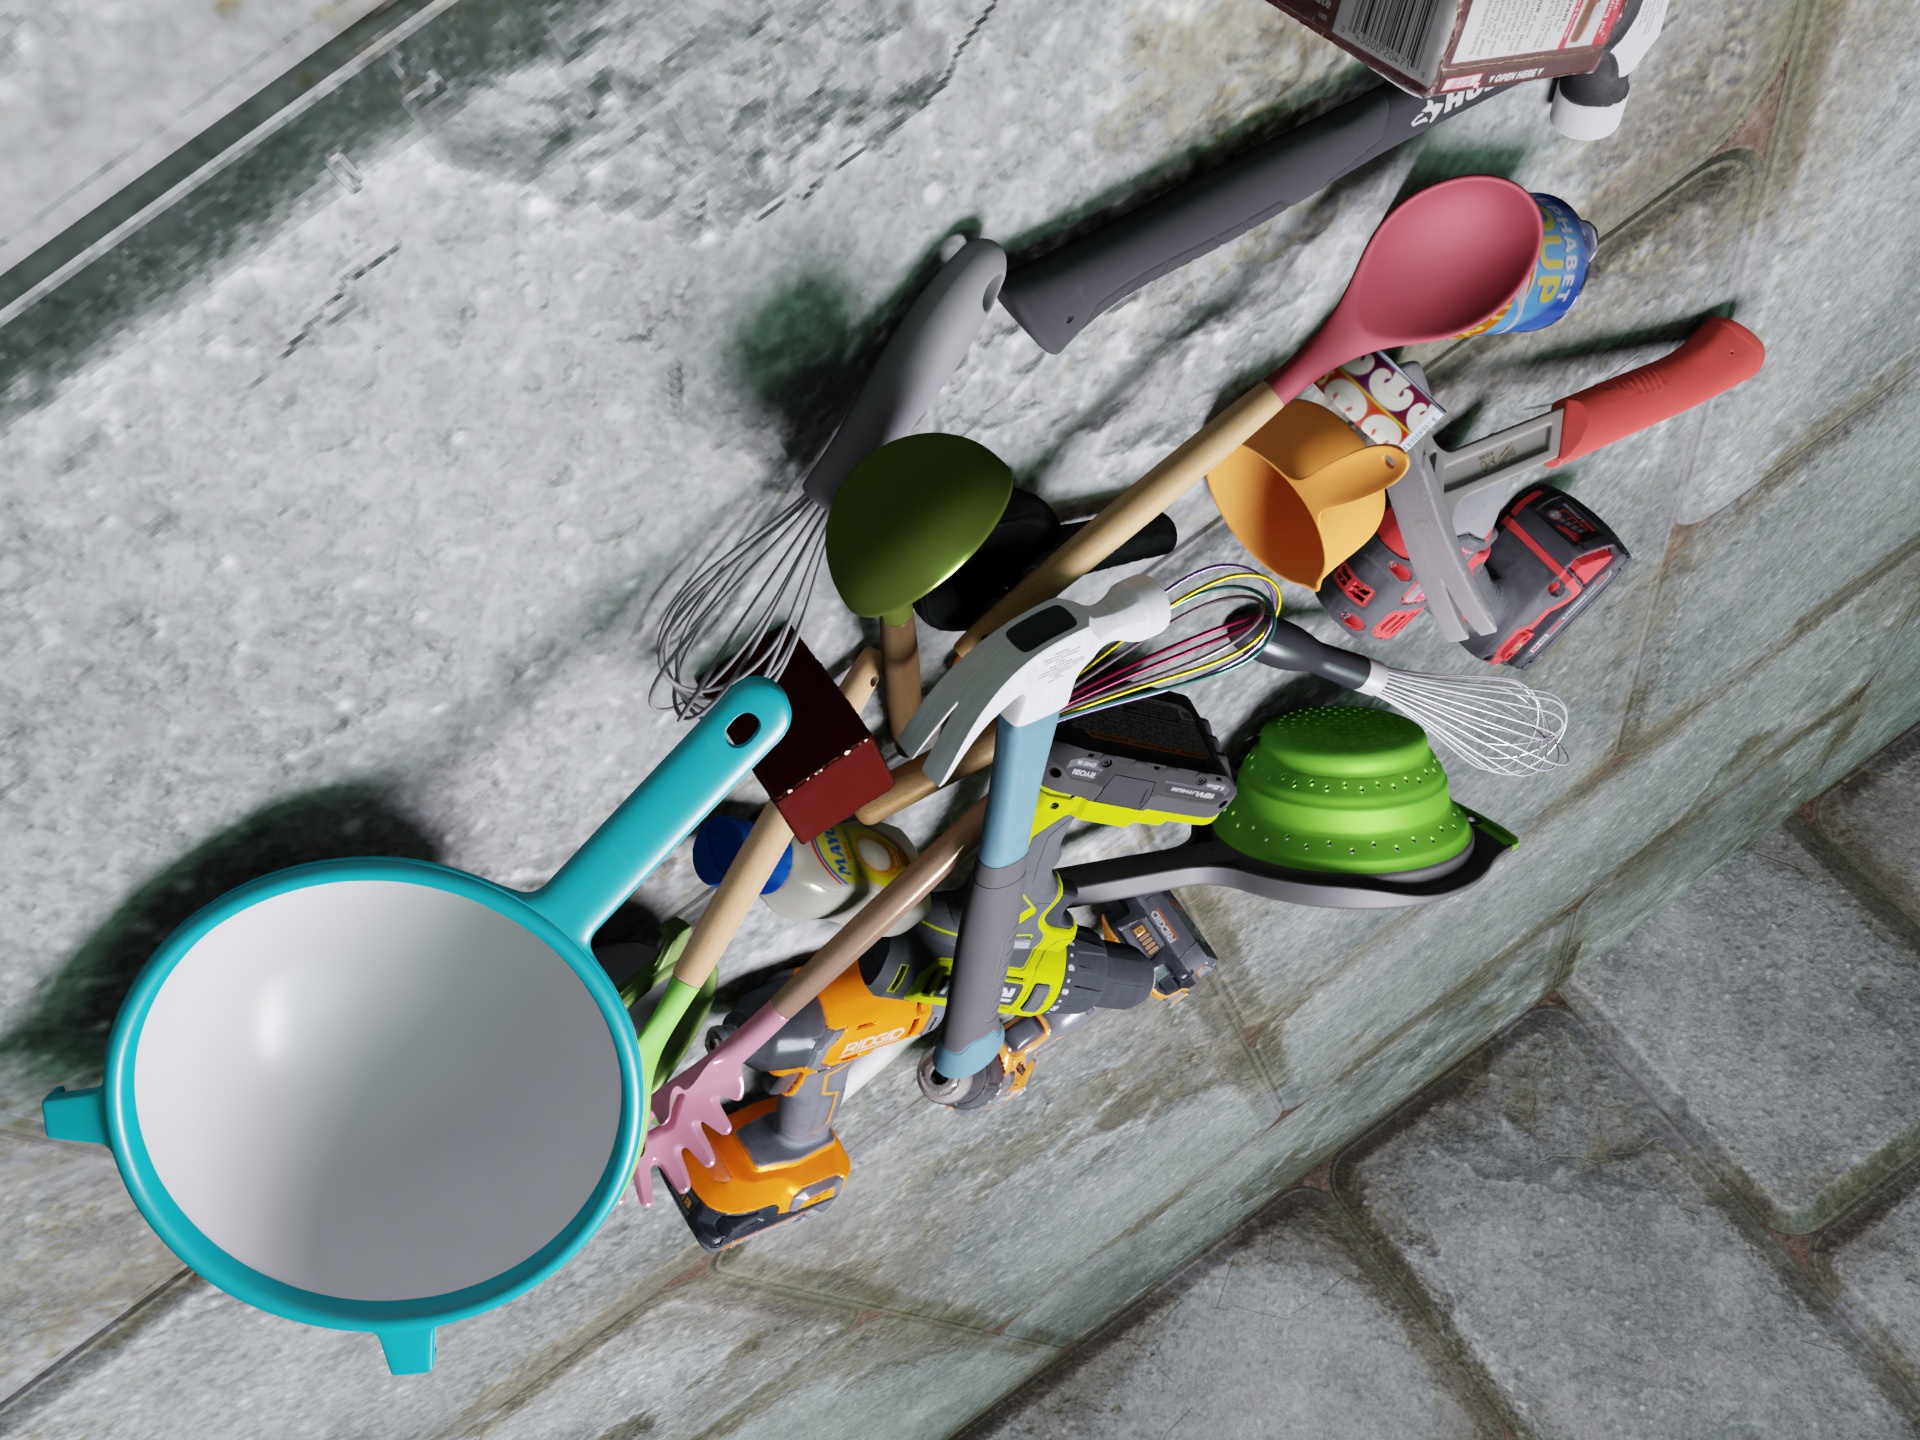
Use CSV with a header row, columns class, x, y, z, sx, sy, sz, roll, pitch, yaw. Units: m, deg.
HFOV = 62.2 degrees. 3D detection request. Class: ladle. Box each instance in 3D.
class,x,y,z,sx,sy,sz,roll,pitch,yaw
ladle,0.121,-0.128,0.712,0.315,0.031,0.069,-39,115,9
ladle,-0.018,-0.031,0.700,0.078,0.062,0.320,-53,169,-16

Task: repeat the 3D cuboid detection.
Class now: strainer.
class,x,y,z,sx,sy,sz,roll,pitch,yaw
strainer,-0.197,0.183,0.868,0.151,0.069,0.256,-51,166,-16
strainer,-0.196,0.100,0.679,0.340,0.211,0.095,-46,-164,4

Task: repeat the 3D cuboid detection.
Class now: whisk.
class,x,y,z,sx,sy,sz,roll,pitch,yaw
whisk,0.286,-0.019,1.019,0.284,0.070,0.070,16,126,-26
whisk,-0.025,0.201,1.103,0.246,0.058,0.059,-44,-178,21
whisk,-0.055,-0.091,0.637,0.055,0.055,0.239,9,123,-53
whisk,0.054,-0.006,0.812,0.245,0.051,0.047,-28,161,10

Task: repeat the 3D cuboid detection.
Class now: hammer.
class,x,y,z,sx,sy,sz,roll,pitch,yaw
hammer,0.021,0.075,0.807,0.128,0.033,0.330,-22,141,-29
hammer,0.372,-0.168,0.930,0.359,0.149,0.037,-23,-175,-34
hammer,0.159,-0.244,0.655,0.335,0.035,0.146,-30,152,-11

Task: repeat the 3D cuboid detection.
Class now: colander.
class,x,y,z,sx,sy,sz,roll,pitch,yaw
colander,0.184,0.058,1.068,0.397,0.205,0.094,-8,109,-17

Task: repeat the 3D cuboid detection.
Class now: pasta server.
class,x,y,z,sx,sy,sz,roll,pitch,yaw
pasta server,-0.072,0.139,0.834,0.316,0.040,0.060,-44,146,9

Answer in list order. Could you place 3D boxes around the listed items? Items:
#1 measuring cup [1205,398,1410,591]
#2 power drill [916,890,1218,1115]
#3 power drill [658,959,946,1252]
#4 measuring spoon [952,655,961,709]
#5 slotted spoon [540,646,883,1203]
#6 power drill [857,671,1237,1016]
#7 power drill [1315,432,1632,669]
class,x,y,z,sx,sy,sz,roll,pitch,yaw
measuring cup,0.181,-0.120,0.757,0.052,0.095,0.173,-37,-173,-14
power drill,0.071,0.210,1.163,0.226,0.084,0.185,-36,163,6
power drill,-0.117,0.243,1.029,0.164,0.084,0.226,-7,136,-42
measuring spoon,-0.001,-0.003,0.864,0.021,0.011,0.116,-39,158,-25
slotted spoon,-0.118,0.102,0.763,0.314,0.031,0.070,-60,151,-3
power drill,0.065,0.088,0.935,0.190,0.080,0.228,11,126,-23
power drill,0.331,-0.106,1.011,0.219,0.079,0.143,5,130,-47
